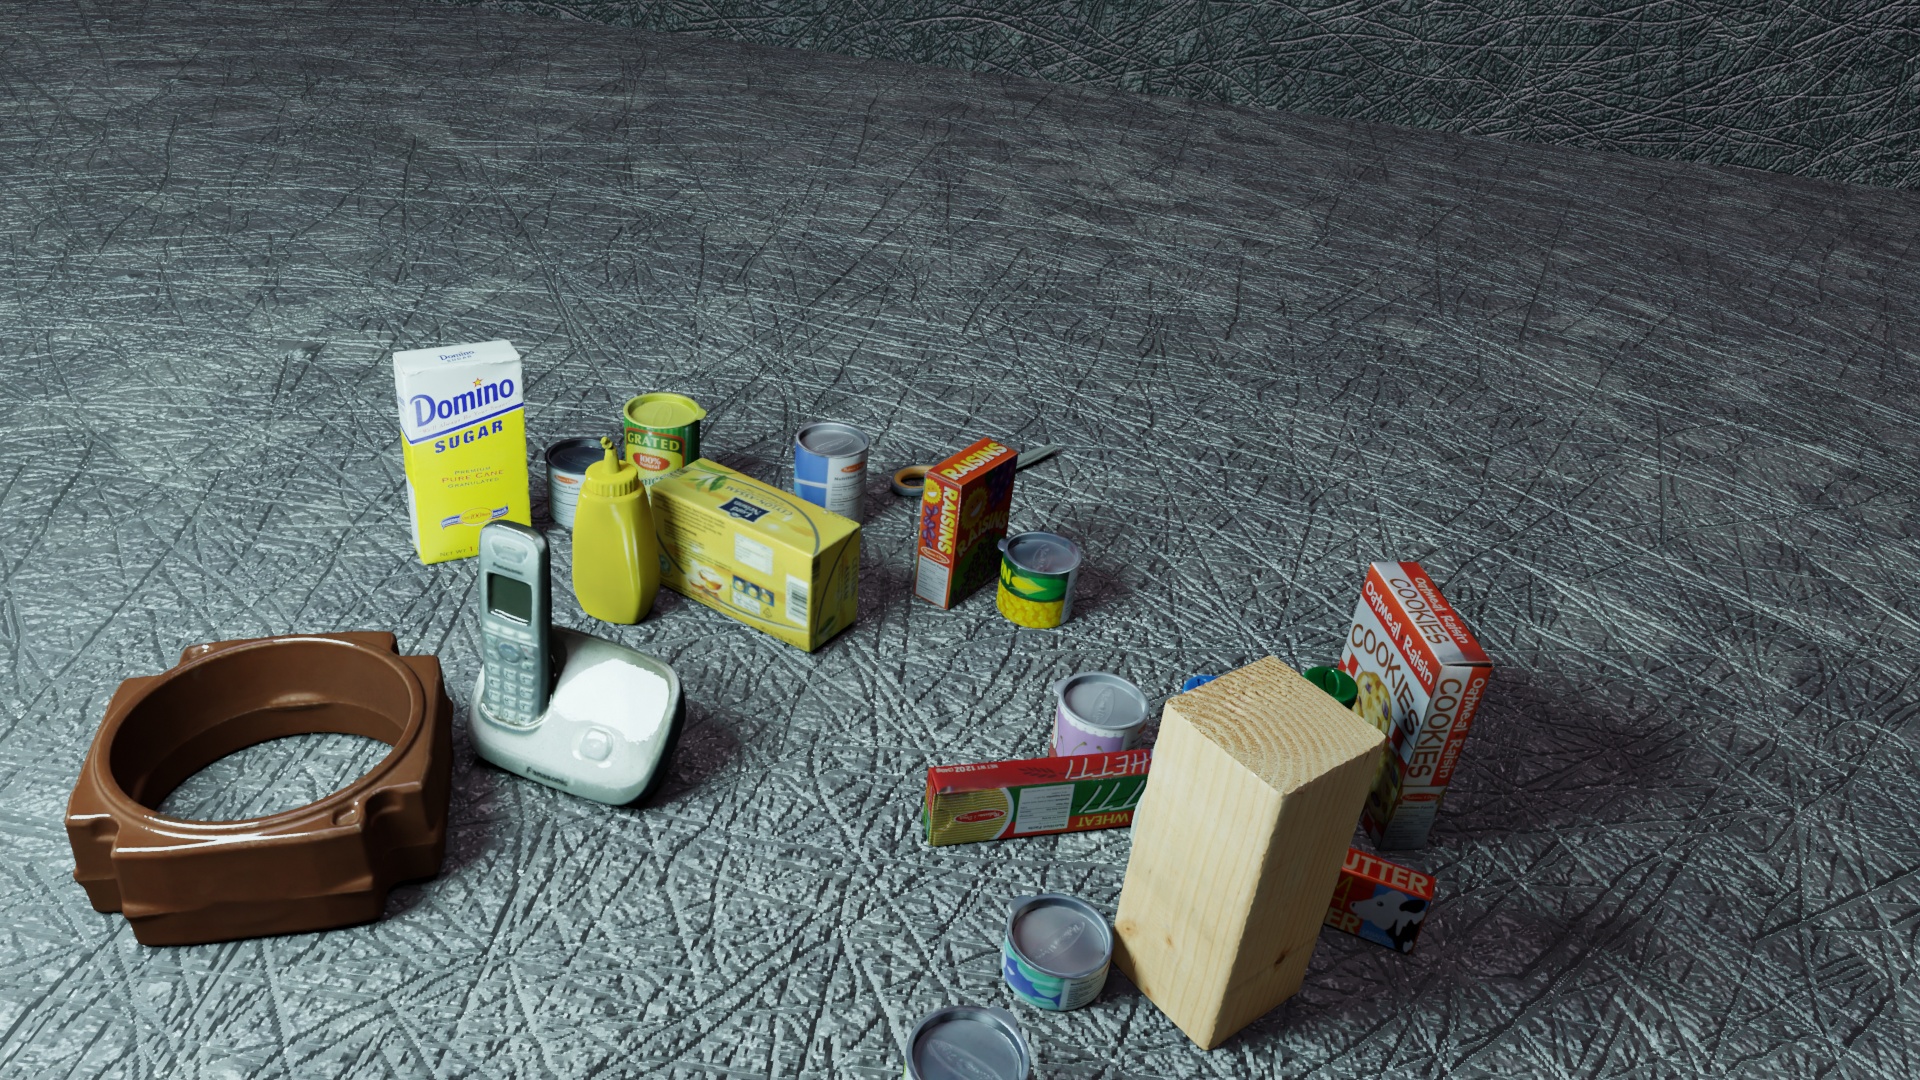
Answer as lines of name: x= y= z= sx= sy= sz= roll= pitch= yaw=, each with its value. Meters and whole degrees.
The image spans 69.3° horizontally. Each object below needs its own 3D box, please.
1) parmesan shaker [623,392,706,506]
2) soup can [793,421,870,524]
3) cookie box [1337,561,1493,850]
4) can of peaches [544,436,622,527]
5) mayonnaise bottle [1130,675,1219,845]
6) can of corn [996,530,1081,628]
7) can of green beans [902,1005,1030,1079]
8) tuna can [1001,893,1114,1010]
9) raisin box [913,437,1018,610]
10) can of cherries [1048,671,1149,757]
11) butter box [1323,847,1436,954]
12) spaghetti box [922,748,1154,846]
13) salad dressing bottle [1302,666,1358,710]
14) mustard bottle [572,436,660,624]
parmesan shaker: x=-0.262 y=-0.070 z=1.233 sx=0.071 sy=0.102 sz=0.071 roll=5 pitch=32 yaw=-3
soup can: x=-0.119 y=-0.057 z=1.259 sx=0.071 sy=0.083 sz=0.072 roll=5 pitch=32 yaw=-3
cookie box: x=0.312 y=0.116 z=0.989 sx=0.040 sy=0.166 sz=0.123 roll=1 pitch=32 yaw=-10
can of peaches: x=-0.331 y=-0.052 z=1.232 sx=0.071 sy=0.057 sz=0.071 roll=5 pitch=32 yaw=-3
mayonnaise bottle: x=0.150 y=0.157 z=0.910 sx=0.041 sy=0.147 sz=0.065 roll=-11 pitch=36 yaw=-27
can of corn: x=0.063 y=0.033 z=1.176 sx=0.071 sy=0.058 sz=0.071 roll=5 pitch=32 yaw=-3
can of green beans: x=0.001 y=0.295 z=0.744 sx=0.071 sy=0.057 sz=0.071 roll=5 pitch=32 yaw=-3
tuna can: x=0.057 y=0.250 z=0.850 sx=0.071 sy=0.032 sz=0.071 roll=5 pitch=32 yaw=-3
raisin box: x=0.004 y=-0.015 z=1.178 sx=0.040 sy=0.122 sz=0.086 roll=26 pitch=36 yaw=28
can of cherries: x=0.098 y=0.137 z=1.015 sx=0.071 sy=0.058 sz=0.072 roll=5 pitch=32 yaw=-3
butter box: x=0.251 y=0.227 z=0.907 sx=0.103 sy=0.052 sz=0.024 roll=18 pitch=33 yaw=16
spaghetti box: x=0.098 y=0.174 z=0.964 sx=0.250 sy=0.050 sz=0.029 roll=-3 pitch=33 yaw=-15
salad dressing bottle: x=0.230 y=0.153 z=0.932 sx=0.044 sy=0.146 sz=0.064 roll=12 pitch=32 yaw=7
mustard bottle: x=-0.269 y=-0.011 z=1.083 sx=0.065 sy=0.159 sz=0.049 roll=14 pitch=32 yaw=11
